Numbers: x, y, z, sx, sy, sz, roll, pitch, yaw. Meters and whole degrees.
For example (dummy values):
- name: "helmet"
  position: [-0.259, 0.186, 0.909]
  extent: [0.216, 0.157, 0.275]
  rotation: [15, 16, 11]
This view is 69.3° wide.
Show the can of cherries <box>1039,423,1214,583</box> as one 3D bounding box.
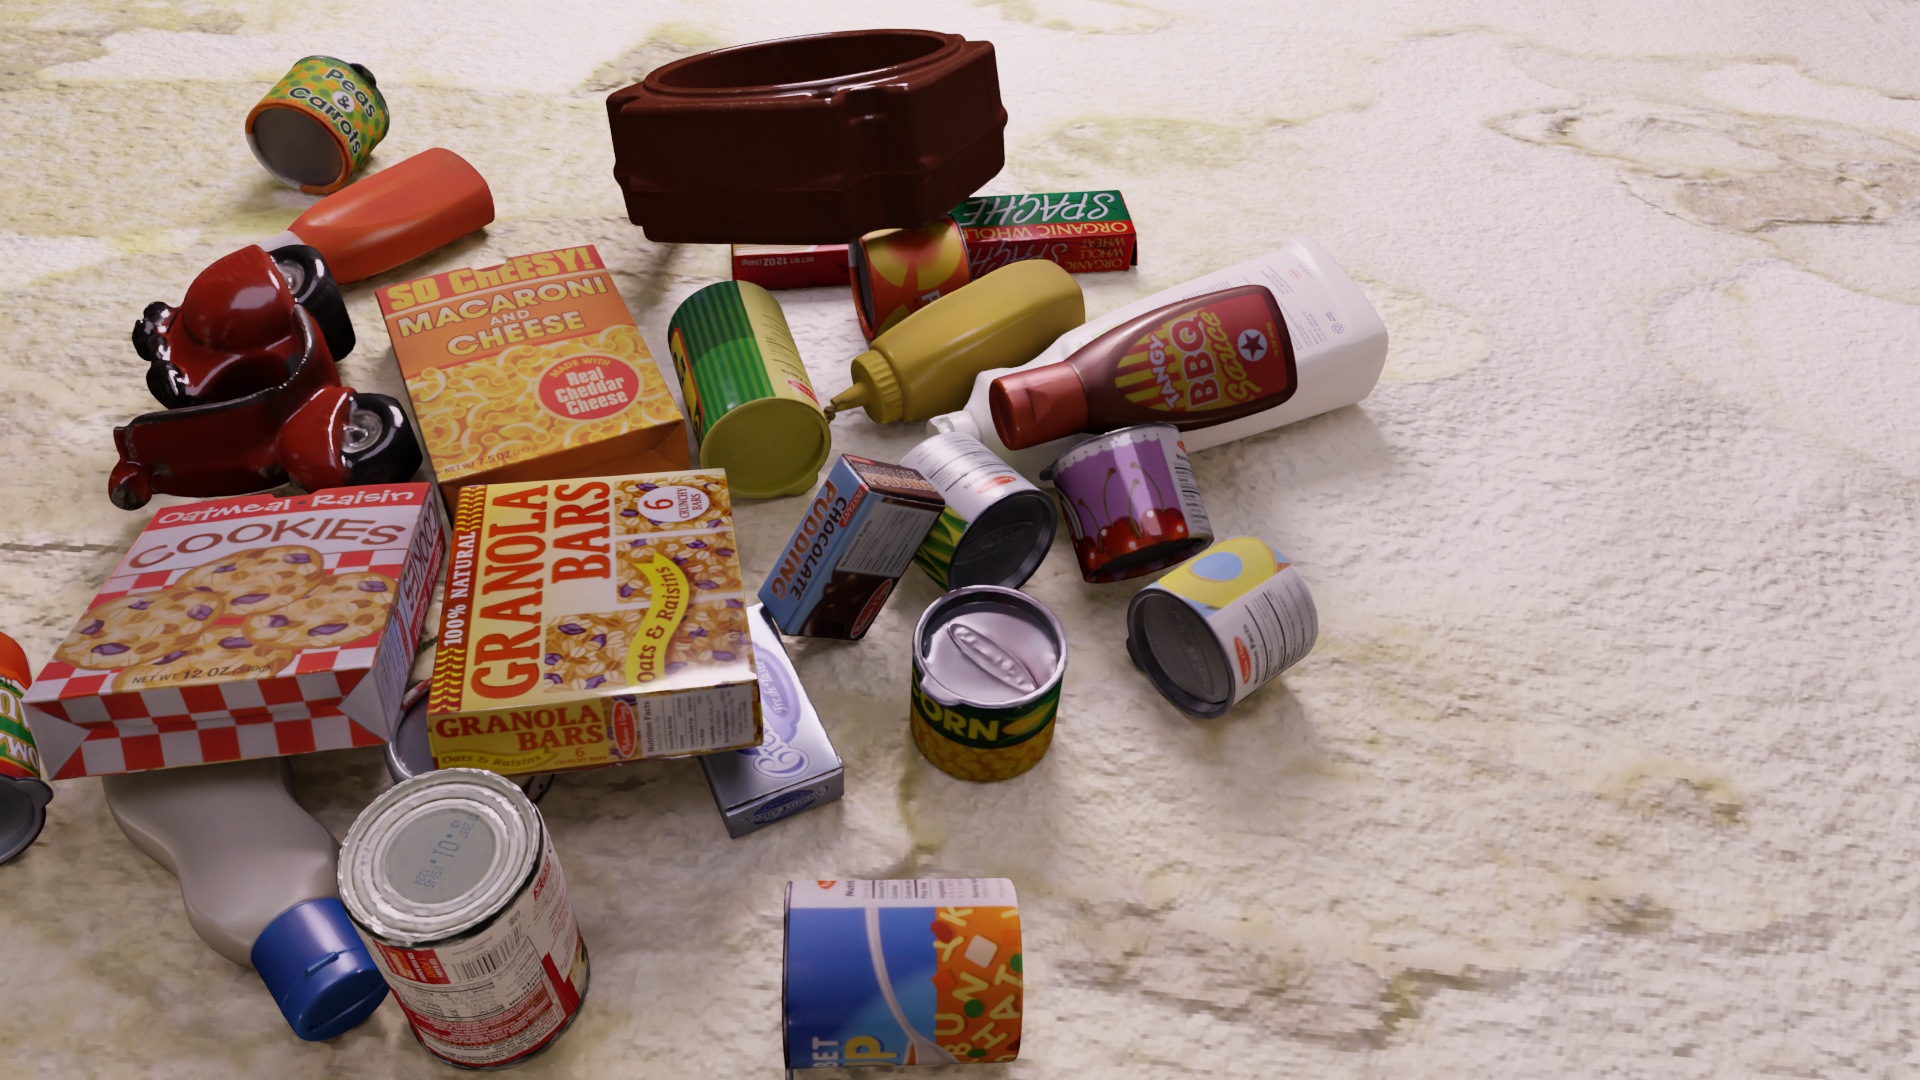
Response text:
- name: "can of cherries"
  position: [0.080, -0.016, 0.669]
  extent: [0.071, 0.071, 0.058]
  rotation: [-12, 75, -15]

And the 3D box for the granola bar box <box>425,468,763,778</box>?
- name: "granola bar box"
  position: [-0.155, 0.030, 0.598]
  extent: [0.124, 0.038, 0.166]
  rotation: [-5, 33, -12]

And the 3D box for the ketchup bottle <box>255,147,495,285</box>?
- name: "ketchup bottle"
  position: [-0.354, -0.182, 0.818]
  extent: [0.065, 0.043, 0.149]
  rotation: [33, 53, 26]

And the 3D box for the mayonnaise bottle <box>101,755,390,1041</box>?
- name: "mayonnaise bottle"
  position: [-0.273, 0.127, 0.539]
  extent: [0.065, 0.041, 0.148]
  rotation: [-31, 57, -31]

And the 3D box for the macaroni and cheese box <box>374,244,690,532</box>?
- name: "macaroni and cheese box"
  position: [-0.230, -0.088, 0.742]
  extent: [0.124, 0.040, 0.167]
  rotation: [-18, 51, -20]

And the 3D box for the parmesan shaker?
- name: "parmesan shaker"
  position: [-0.111, -0.078, 0.726]
  extent: [0.071, 0.071, 0.103]
  rotation: [-12, 47, -14]

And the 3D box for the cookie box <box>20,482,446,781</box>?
- name: "cookie box"
  position: [-0.296, 0.030, 0.592]
  extent: [0.123, 0.040, 0.168]
  rotation: [-6, 28, -10]

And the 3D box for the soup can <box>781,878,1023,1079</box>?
- name: "soup can"
  position: [-0.022, 0.161, 0.508]
  extent: [0.084, 0.071, 0.072]
  rotation: [0, 47, -4]

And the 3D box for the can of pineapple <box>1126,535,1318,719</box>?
- name: "can of pineapple"
  position: [0.118, 0.038, 0.631]
  extent: [0.058, 0.070, 0.071]
  rotation: [-29, 55, -27]

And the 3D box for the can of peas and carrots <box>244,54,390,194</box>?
- name: "can of peas and carrots"
  position: [-0.402, -0.262, 0.872]
  extent: [0.071, 0.070, 0.059]
  rotation: [9, 48, 4]

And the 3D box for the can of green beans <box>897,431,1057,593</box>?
- name: "can of green beans"
  position: [0.003, -0.010, 0.665]
  extent: [0.071, 0.071, 0.058]
  rotation: [-28, 49, -26]

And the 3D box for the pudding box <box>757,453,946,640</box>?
- name: "pudding box"
  position: [-0.050, 0.005, 0.630]
  extent: [0.050, 0.083, 0.030]
  rotation: [9, 31, -47]

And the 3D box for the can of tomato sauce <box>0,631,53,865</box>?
- name: "can of tomato sauce"
  position: [-0.405, 0.082, 0.553]
  extent: [0.071, 0.070, 0.083]
  rotation: [-19, 51, -20]

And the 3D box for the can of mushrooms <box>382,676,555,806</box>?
- name: "can of mushrooms"
  position: [-0.204, 0.087, 0.585]
  extent: [0.071, 0.033, 0.071]
  rotation: [2, 47, -2]

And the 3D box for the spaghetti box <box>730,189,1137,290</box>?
- name: "spaghetti box"
  position: [-0.016, -0.185, 0.855]
  extent: [0.250, 0.028, 0.050]
  rotation: [-5, 48, -8]

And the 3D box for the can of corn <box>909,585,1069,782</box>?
- name: "can of corn"
  position: [0.010, 0.064, 0.604]
  extent: [0.071, 0.058, 0.071]
  rotation: [2, 47, -2]

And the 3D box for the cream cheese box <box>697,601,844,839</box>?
- name: "cream cheese box"
  position: [-0.094, 0.075, 0.609]
  extent: [0.053, 0.024, 0.104]
  rotation: [-17, 51, -18]

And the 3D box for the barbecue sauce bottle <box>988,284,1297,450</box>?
- name: "barbecue sauce bottle"
  position: [0.088, -0.079, 0.681]
  extent: [0.149, 0.043, 0.065]
  rotation: [-16, 91, -14]

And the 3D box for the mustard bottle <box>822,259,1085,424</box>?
- name: "mustard bottle"
  position: [-0.008, -0.100, 0.754]
  extent: [0.161, 0.065, 0.049]
  rotation: [-25, 52, -20]

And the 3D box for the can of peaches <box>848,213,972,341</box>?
- name: "can of peaches"
  position: [-0.029, -0.148, 0.795]
  extent: [0.058, 0.070, 0.071]
  rotation: [-10, 49, -13]
